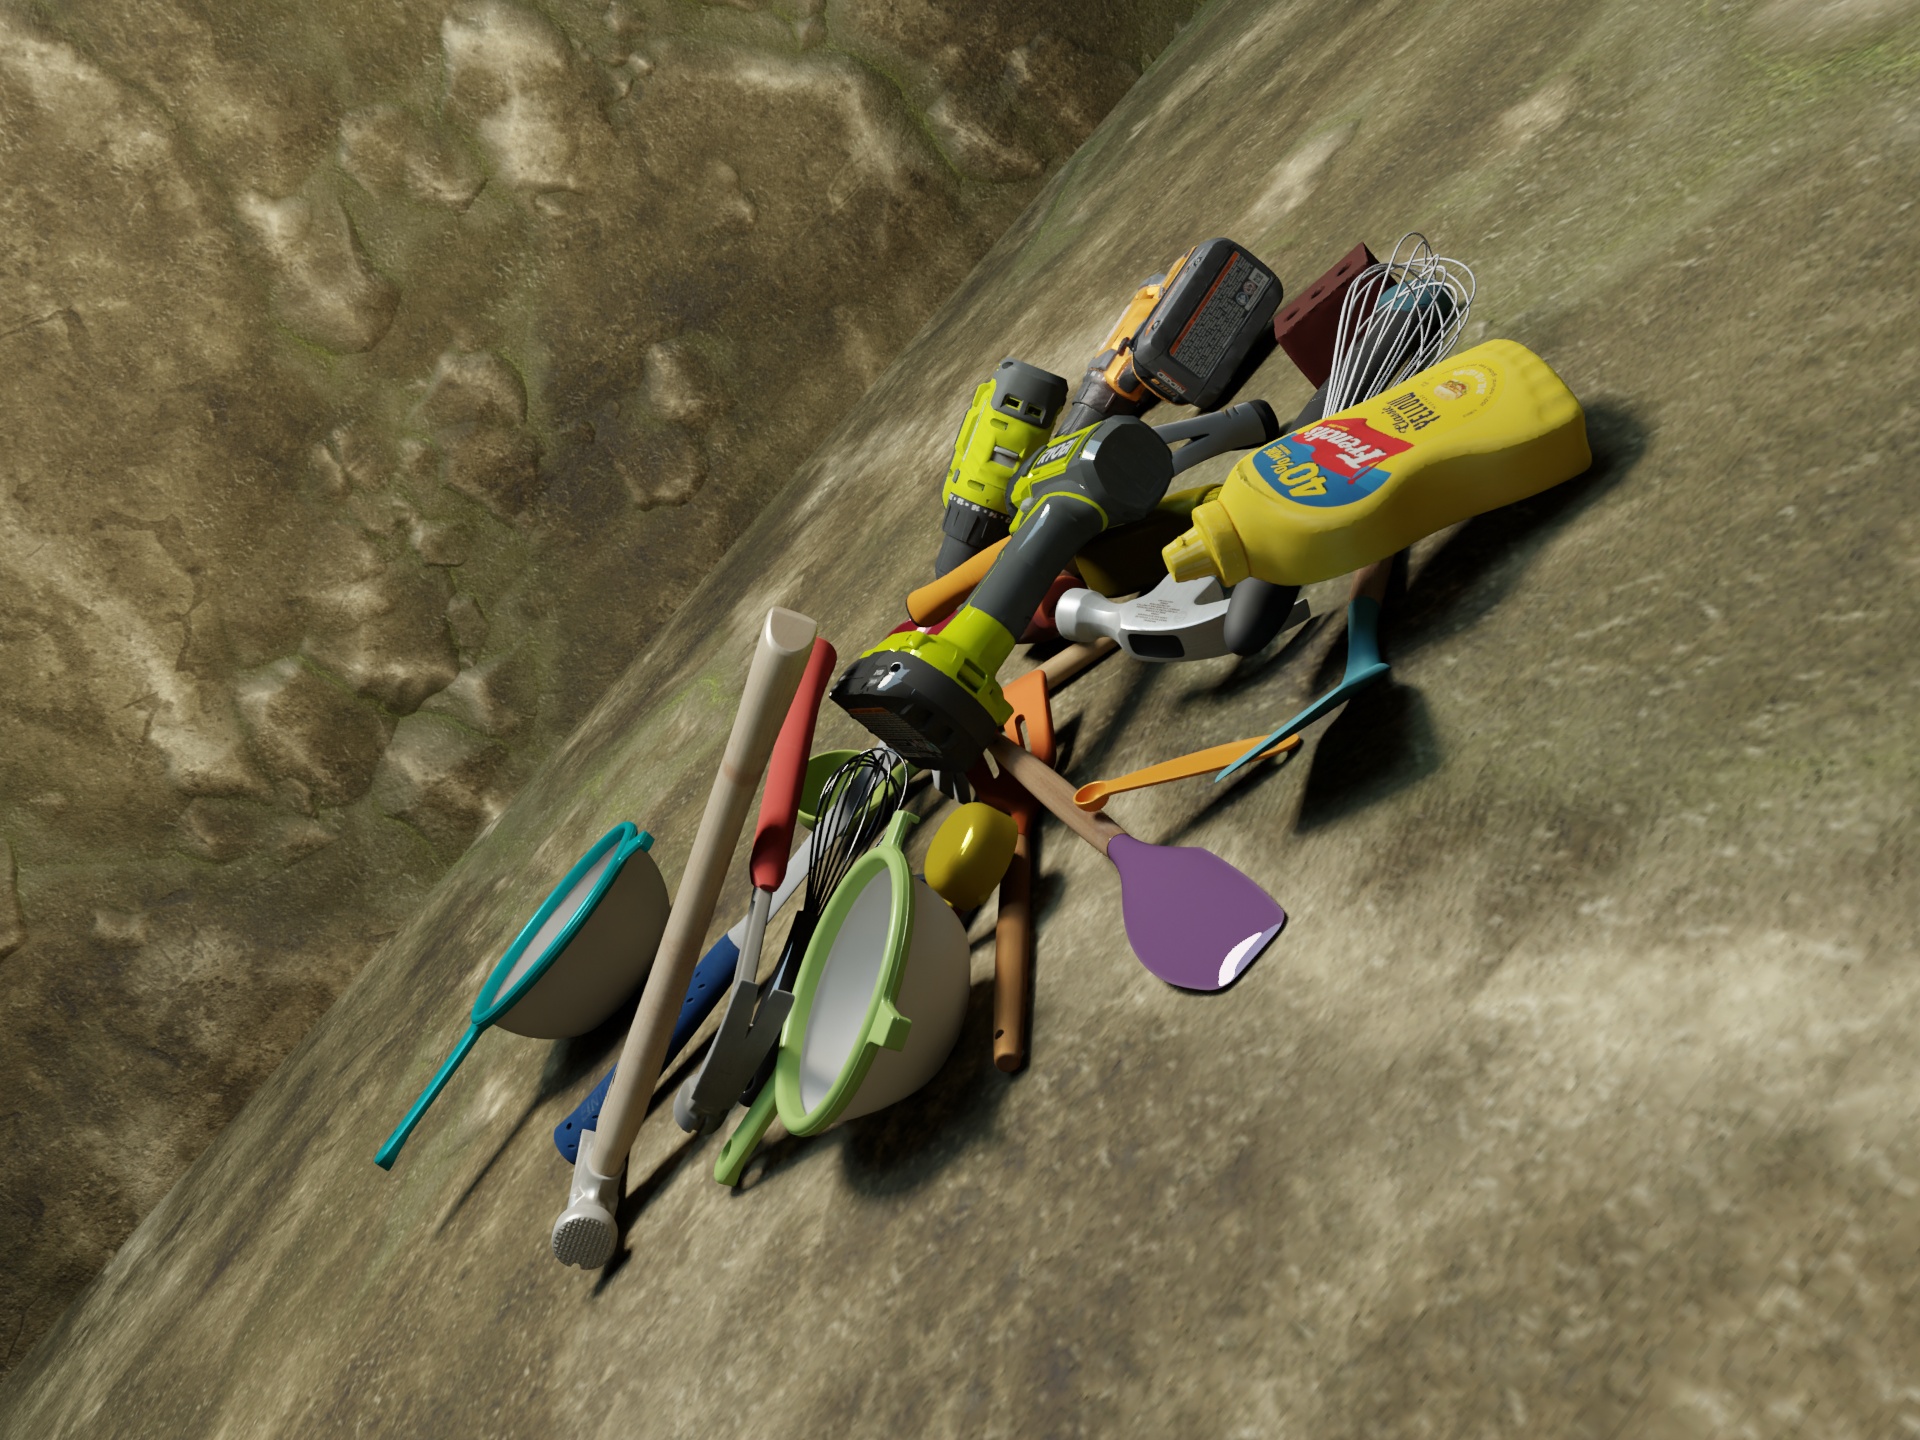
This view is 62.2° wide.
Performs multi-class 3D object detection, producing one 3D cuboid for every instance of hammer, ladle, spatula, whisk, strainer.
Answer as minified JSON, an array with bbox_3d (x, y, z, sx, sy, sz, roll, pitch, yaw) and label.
[{"bbox_3d":[-0.144,0.148,1.091,0.405,0.035,0.144,-51,44,7],"label":"hammer"},{"bbox_3d":[-0.002,-0.004,1.098,0.320,0.062,0.078,-33,26,34],"label":"ladle"},{"bbox_3d":[-0.170,0.125,0.990,0.146,0.038,0.410,-122,51,-76],"label":"hammer"},{"bbox_3d":[0.067,-0.136,1.143,0.127,0.034,0.337,-24,-2,-44],"label":"hammer"},{"bbox_3d":[0.069,0.057,0.799,0.060,0.018,0.316,-47,25,0],"label":"spatula"},{"bbox_3d":[0.036,-0.098,1.262,0.315,0.031,0.069,-22,26,52],"label":"ladle"},{"bbox_3d":[0.024,0.076,0.880,0.081,0.041,0.323,-35,21,20],"label":"spatula"},{"bbox_3d":[-0.088,0.124,0.987,0.055,0.055,0.239,-12,55,63],"label":"whisk"},{"bbox_3d":[-0.114,0.069,0.992,0.359,0.036,0.149,-84,17,-45],"label":"hammer"},{"bbox_3d":[-0.058,0.181,0.842,0.152,0.069,0.256,-90,25,-50],"label":"strainer"},{"bbox_3d":[0.194,-0.152,0.919,0.128,0.033,0.331,14,54,41],"label":"hammer"},{"bbox_3d":[0.199,-0.148,0.832,0.070,0.070,0.285,-18,38,59],"label":"whisk"},{"bbox_3d":[-0.348,0.246,1.338,0.340,0.095,0.211,-56,16,-17],"label":"strainer"},{"bbox_3d":[0.197,-0.079,0.790,0.082,0.044,0.318,-44,14,43],"label":"spatula"}]

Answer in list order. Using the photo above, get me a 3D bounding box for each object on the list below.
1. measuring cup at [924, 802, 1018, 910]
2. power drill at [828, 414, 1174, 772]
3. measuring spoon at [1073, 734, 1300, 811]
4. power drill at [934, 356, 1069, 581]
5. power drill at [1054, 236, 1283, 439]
[{"bbox_3d":[-0.027,0.101,0.878,0.156,0.029,0.062,-44,24,30],"label":"measuring cup"},{"bbox_3d":[0.023,-0.080,0.974,0.223,0.080,0.171,-54,16,-13],"label":"power drill"},{"bbox_3d":[0.110,0.027,0.777,0.117,0.011,0.021,-17,24,21],"label":"measuring spoon"},{"bbox_3d":[0.028,-0.209,1.350,0.228,0.080,0.190,-87,18,-77],"label":"power drill"},{"bbox_3d":[0.157,-0.293,1.308,0.185,0.084,0.226,-57,13,-3],"label":"power drill"}]
